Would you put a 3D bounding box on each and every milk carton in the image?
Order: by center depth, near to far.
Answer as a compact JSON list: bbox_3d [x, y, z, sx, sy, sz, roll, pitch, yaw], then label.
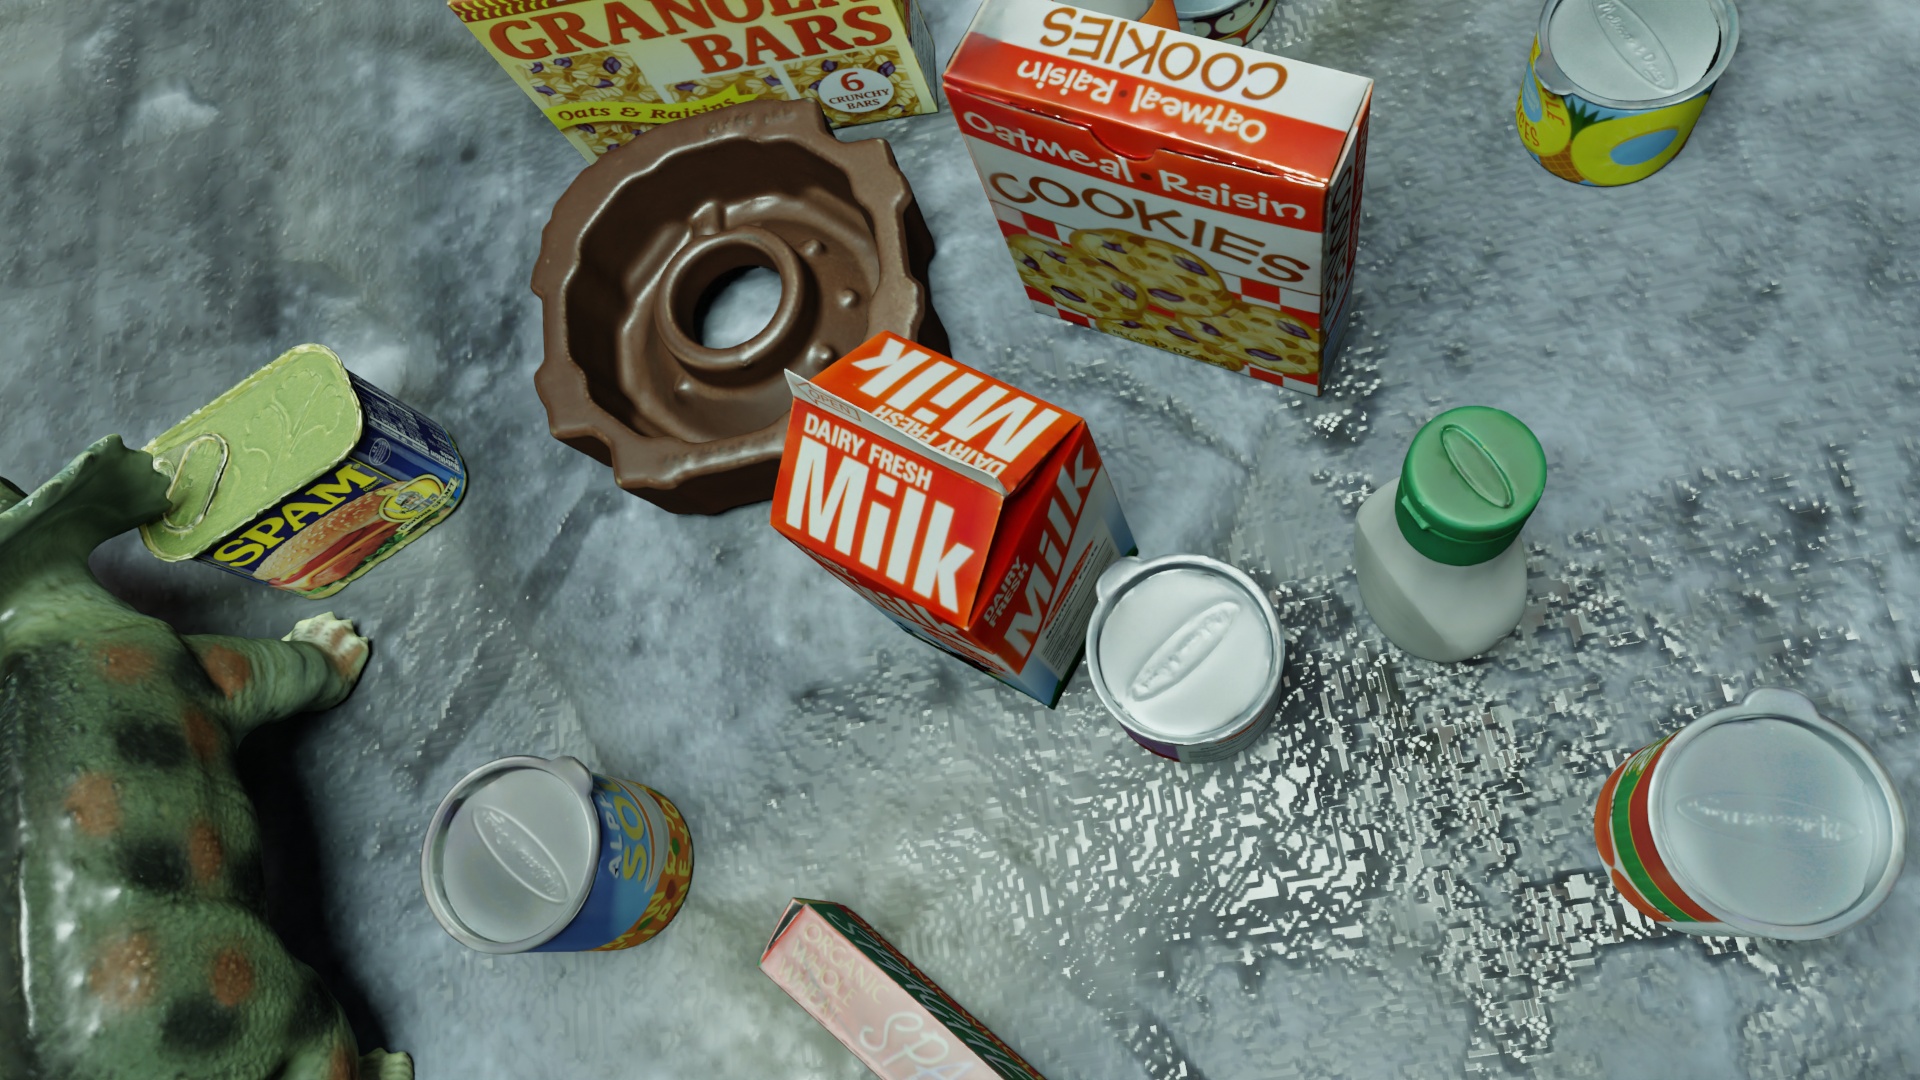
[{"bbox_3d":[0.002,-0.006,0.454,0.072,0.190,0.073,27,82,19],"label":"milk carton"}]

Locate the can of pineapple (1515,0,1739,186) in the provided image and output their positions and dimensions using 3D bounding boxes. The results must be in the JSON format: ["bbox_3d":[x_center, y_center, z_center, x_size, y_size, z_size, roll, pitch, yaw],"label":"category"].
[{"bbox_3d":[0.244,-0.174,0.519,0.071,0.057,0.071,-3,74,12],"label":"can of pineapple"}]

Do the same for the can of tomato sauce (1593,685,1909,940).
[{"bbox_3d":[0.239,0.087,0.430,0.071,0.083,0.071,-3,74,12],"label":"can of tomato sauce"}]

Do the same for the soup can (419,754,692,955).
[{"bbox_3d":[-0.142,0.115,0.509,0.071,0.083,0.071,-3,74,12],"label":"soup can"}]

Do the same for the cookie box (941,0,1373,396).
[{"bbox_3d":[0.073,-0.112,0.481,0.123,0.167,0.040,20,80,18],"label":"cookie box"}]

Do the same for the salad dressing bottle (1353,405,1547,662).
[{"bbox_3d":[0.154,0.000,0.441,0.044,0.147,0.064,-32,70,3],"label":"salad dressing bottle"}]

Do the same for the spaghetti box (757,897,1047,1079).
[{"bbox_3d":[0.035,0.207,0.459,0.250,0.050,0.029,36,85,20],"label":"spaghetti box"}]

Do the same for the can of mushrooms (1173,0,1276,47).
[{"bbox_3d":[0.102,-0.240,0.583,0.071,0.033,0.071,-3,73,12],"label":"can of mushrooms"}]

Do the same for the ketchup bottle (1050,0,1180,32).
[{"bbox_3d":[0.059,-0.181,0.515,0.043,0.148,0.065,-28,70,4],"label":"ketchup bottle"}]

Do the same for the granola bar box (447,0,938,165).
[{"bbox_3d":[-0.104,-0.214,0.575,0.165,0.124,0.039,-6,74,11],"label":"granola bar box"}]

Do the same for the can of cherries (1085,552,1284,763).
[{"bbox_3d":[0.080,0.041,0.493,0.071,0.058,0.071,-3,74,12],"label":"can of cherries"}]
